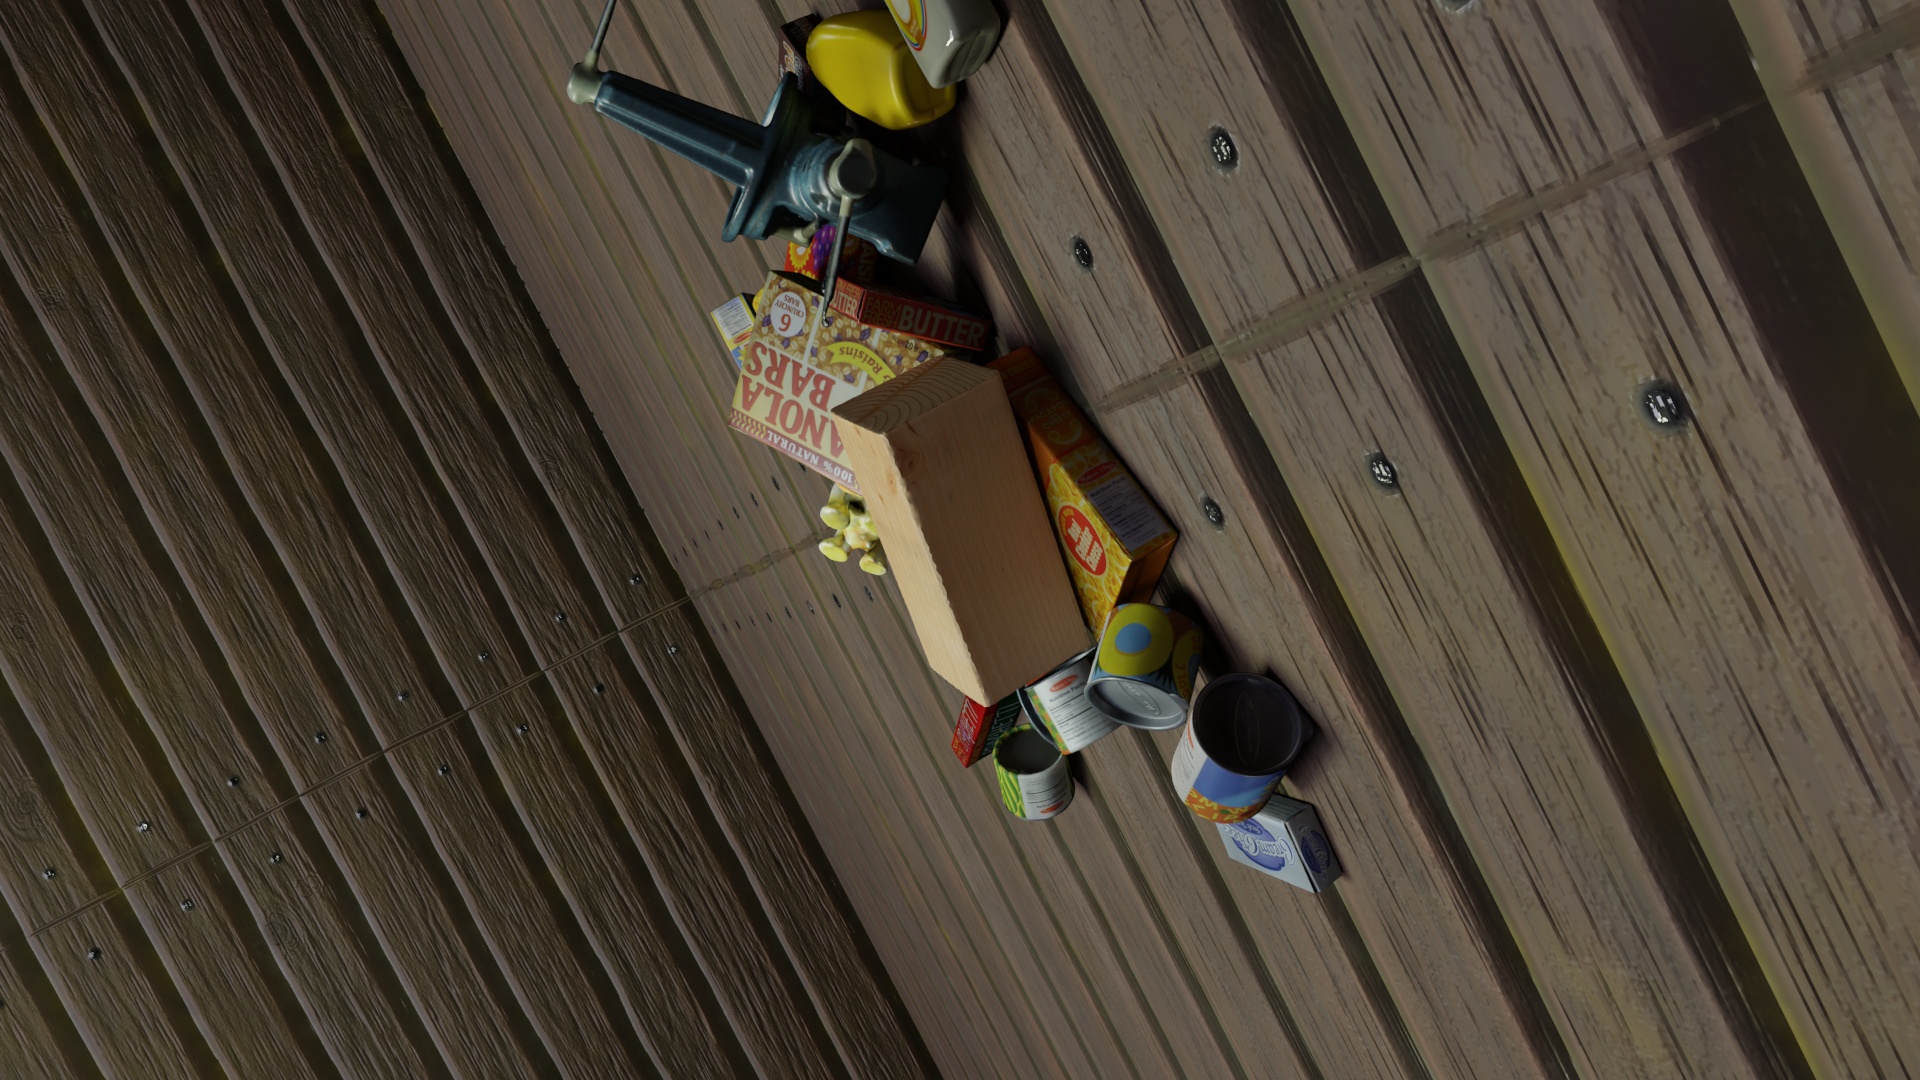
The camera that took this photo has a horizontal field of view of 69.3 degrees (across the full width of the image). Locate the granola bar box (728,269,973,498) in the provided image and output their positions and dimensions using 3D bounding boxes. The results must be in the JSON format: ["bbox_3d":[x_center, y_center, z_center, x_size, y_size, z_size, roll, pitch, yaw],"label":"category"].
[{"bbox_3d":[-0.084,-0.109,1.004,0.166,0.039,0.123,28,111,26],"label":"granola bar box"}]

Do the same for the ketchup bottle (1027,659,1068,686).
[{"bbox_3d":[0.059,0.057,1.069,0.065,0.044,0.148,52,159,26],"label":"ketchup bottle"}]

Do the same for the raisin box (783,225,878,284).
[{"bbox_3d":[-0.104,-0.192,1.072,0.086,0.040,0.123,34,118,54],"label":"raisin box"}]

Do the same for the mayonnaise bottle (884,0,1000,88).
[{"bbox_3d":[-0.032,-0.328,0.765,0.148,0.041,0.064,60,162,4],"label":"mayonnaise bottle"}]

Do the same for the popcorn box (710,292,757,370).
[{"bbox_3d":[-0.174,-0.179,1.276,0.085,0.038,0.127,61,-167,0],"label":"popcorn box"}]

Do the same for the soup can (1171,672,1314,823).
[{"bbox_3d":[0.170,0.128,0.844,0.071,0.071,0.083,53,161,25],"label":"soup can"}]

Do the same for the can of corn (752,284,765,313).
[{"bbox_3d":[-0.140,-0.194,1.202,0.058,0.071,0.071,60,162,9],"label":"can of corn"}]

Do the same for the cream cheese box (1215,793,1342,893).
[{"bbox_3d":[0.202,0.192,0.910,0.053,0.024,0.103,65,162,-10],"label":"cream cheese box"}]

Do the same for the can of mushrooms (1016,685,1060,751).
[{"bbox_3d":[0.078,0.136,1.150,0.071,0.033,0.070,51,158,30],"label":"can of mushrooms"}]

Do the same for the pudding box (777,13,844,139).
[{"bbox_3d":[-0.105,-0.324,0.986,0.050,0.030,0.083,56,161,15],"label":"pudding box"}]

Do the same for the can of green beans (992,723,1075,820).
[{"bbox_3d":[0.065,0.204,1.230,0.071,0.071,0.057,41,152,47],"label":"can of green beans"}]

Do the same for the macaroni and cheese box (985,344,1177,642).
[{"bbox_3d":[0.068,-0.030,0.925,0.167,0.040,0.123,54,160,22],"label":"macaroni and cheese box"}]

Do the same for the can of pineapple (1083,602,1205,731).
[{"bbox_3d":[0.119,0.080,0.880,0.071,0.058,0.070,15,150,9],"label":"can of pineapple"}]

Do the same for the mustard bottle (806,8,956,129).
[{"bbox_3d":[-0.059,-0.300,0.866,0.160,0.049,0.065,40,151,50],"label":"mustard bottle"}]

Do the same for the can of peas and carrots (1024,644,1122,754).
[{"bbox_3d":[0.091,0.119,1.042,0.059,0.071,0.070,60,162,4],"label":"can of peas and carrots"}]

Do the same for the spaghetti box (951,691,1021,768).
[{"bbox_3d":[0.029,0.153,1.280,0.029,0.050,0.249,56,161,19],"label":"spaghetti box"}]

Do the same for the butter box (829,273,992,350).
[{"bbox_3d":[-0.035,-0.154,0.936,0.053,0.103,0.024,36,113,51],"label":"butter box"}]
